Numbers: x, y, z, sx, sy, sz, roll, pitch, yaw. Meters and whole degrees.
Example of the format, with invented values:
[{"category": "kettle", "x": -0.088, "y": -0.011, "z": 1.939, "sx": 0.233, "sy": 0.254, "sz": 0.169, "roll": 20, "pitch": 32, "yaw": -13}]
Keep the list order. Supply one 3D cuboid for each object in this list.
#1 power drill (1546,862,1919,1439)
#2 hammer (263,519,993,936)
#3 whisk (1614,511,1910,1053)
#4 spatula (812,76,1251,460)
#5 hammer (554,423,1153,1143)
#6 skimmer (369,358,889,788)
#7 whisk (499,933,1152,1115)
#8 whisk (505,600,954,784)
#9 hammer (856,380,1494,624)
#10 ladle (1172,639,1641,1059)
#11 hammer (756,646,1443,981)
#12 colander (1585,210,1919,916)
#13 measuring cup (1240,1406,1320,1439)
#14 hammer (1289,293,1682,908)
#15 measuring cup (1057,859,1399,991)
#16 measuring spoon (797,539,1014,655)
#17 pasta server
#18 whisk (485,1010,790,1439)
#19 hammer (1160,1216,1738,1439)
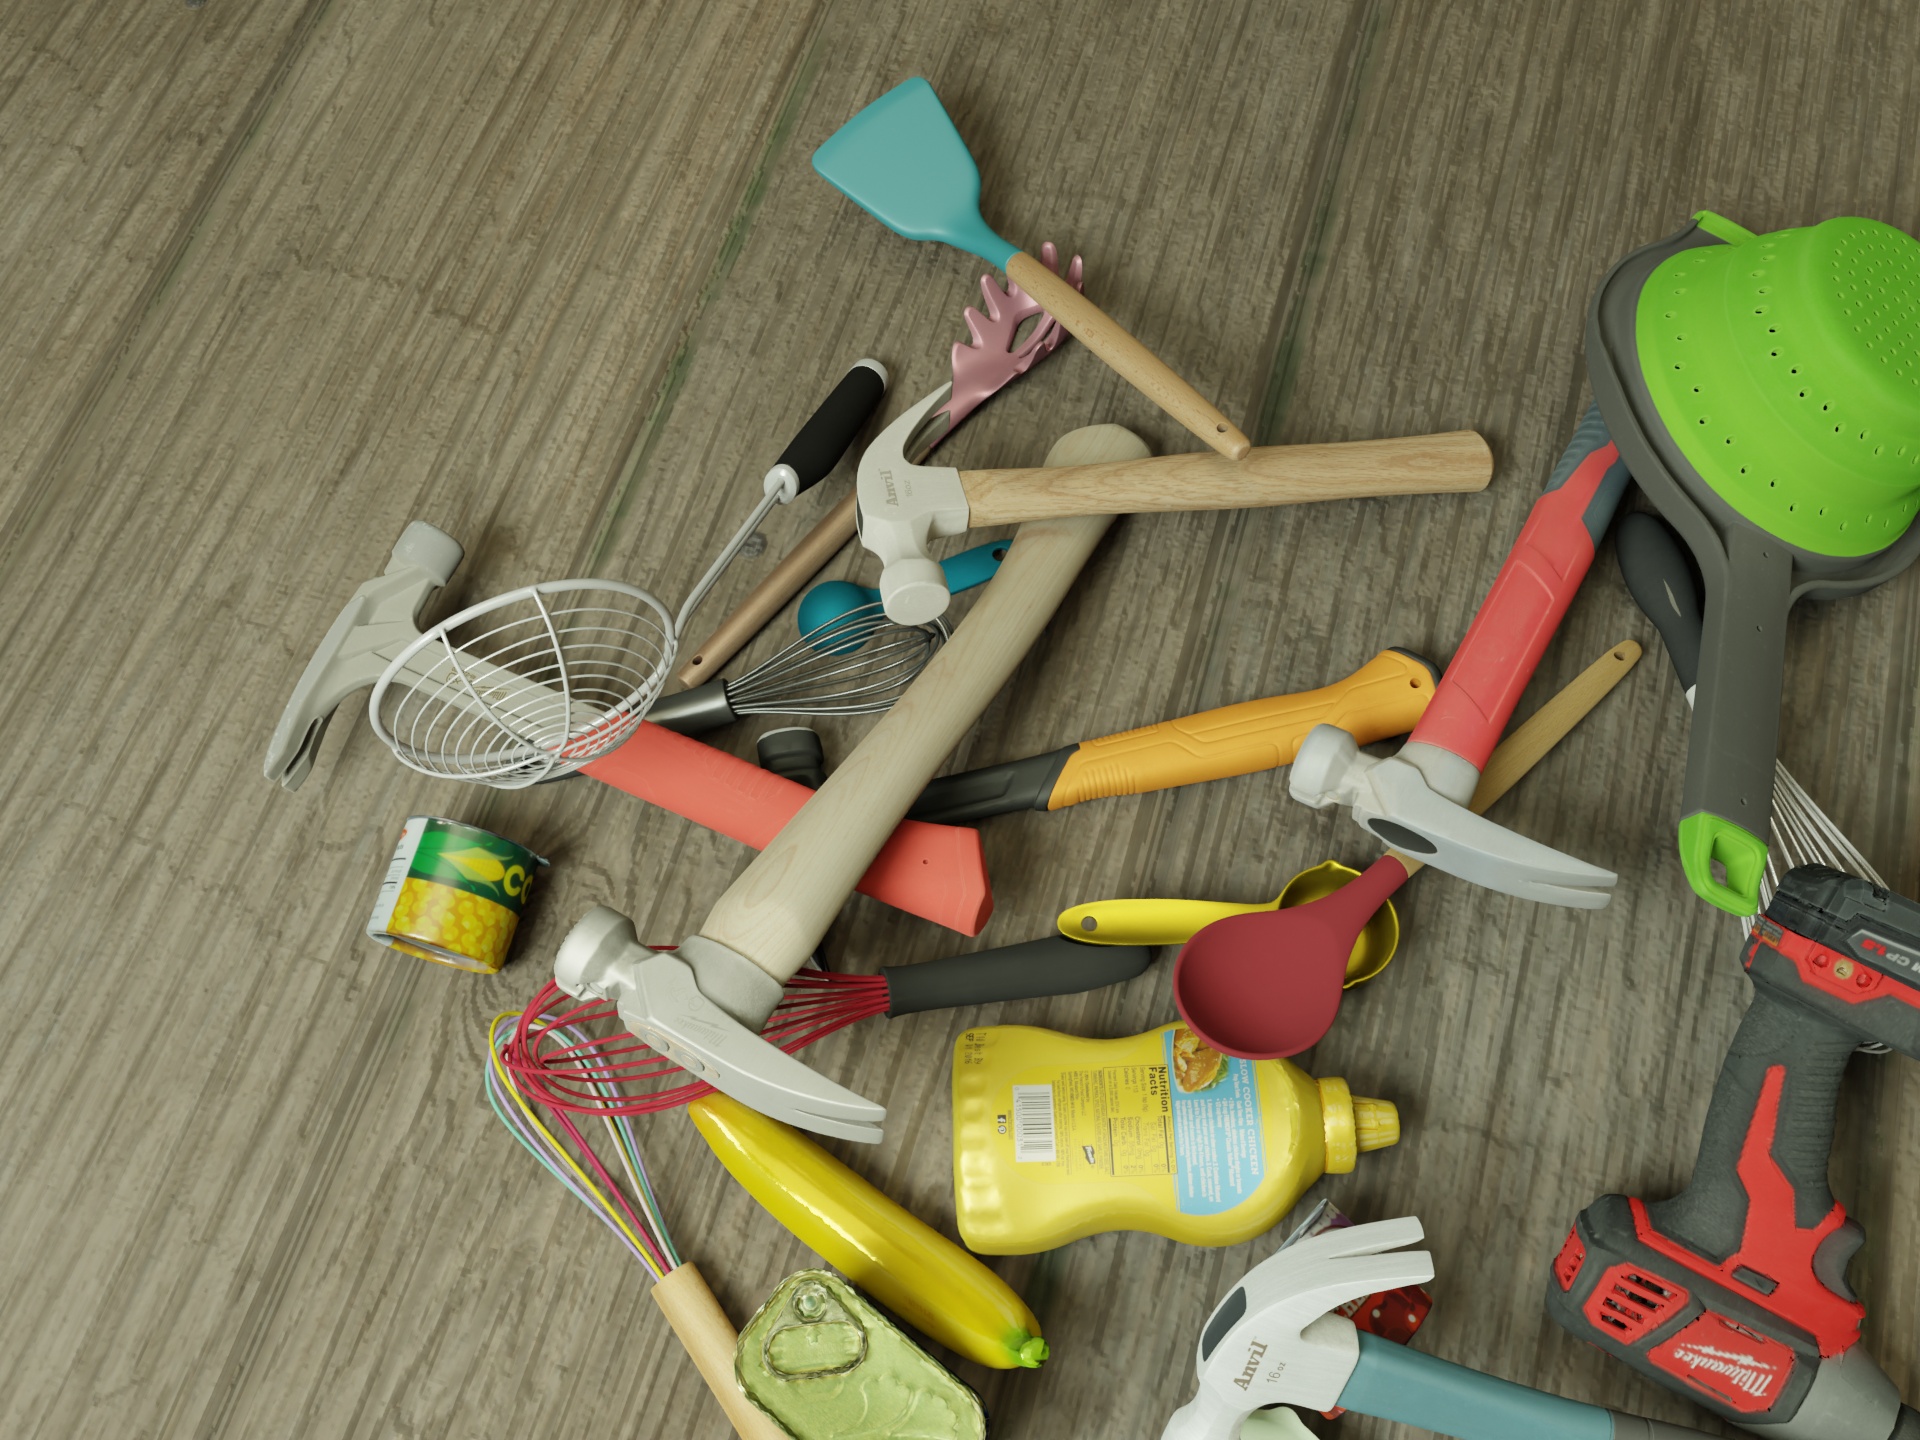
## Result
[{"category": "power drill", "x": 0.347, "y": 0.180, "z": 0.632, "sx": 0.143, "sy": 0.078, "sz": 0.219, "roll": 27, "pitch": 97, "yaw": 15}, {"category": "hammer", "x": -0.153, "y": 0.027, "z": 0.757, "sx": 0.359, "sy": 0.036, "sz": 0.149, "roll": 22, "pitch": 75, "yaw": 14}, {"category": "whisk", "x": 0.367, "y": 0.019, "z": 0.744, "sx": 0.070, "sy": 0.070, "sz": 0.285, "roll": -11, "pitch": 62, "yaw": 1}, {"category": "spatula", "x": 0.041, "y": -0.233, "z": 0.836, "sx": 0.082, "sy": 0.044, "sz": 0.318, "roll": -39, "pitch": 59, "yaw": -5}, {"category": "hammer", "x": -0.001, "y": -0.002, "z": 0.731, "sx": 0.146, "sy": 0.038, "sz": 0.411, "roll": 27, "pitch": 55, "yaw": 13}, {"category": "skimmer", "x": -0.134, "y": -0.097, "z": 0.756, "sx": 0.090, "sy": 0.127, "sz": 0.363, "roll": 33, "pitch": 45, "yaw": -5}, {"category": "whisk", "x": -0.053, "y": 0.124, "z": 0.709, "sx": 0.295, "sy": 0.073, "sz": 0.073, "roll": -6, "pitch": 66, "yaw": -15}, {"category": "whisk", "x": -0.117, "y": -0.008, "z": 0.805, "sx": 0.239, "sy": 0.055, "sz": 0.055, "roll": -17, "pitch": 67, "yaw": 3}, {"category": "hammer", "x": 0.110, "y": -0.120, "z": 0.794, "sx": 0.331, "sy": 0.031, "sz": 0.130, "roll": -7, "pitch": 55, "yaw": -13}, {"category": "ladle", "x": 0.216, "y": 0.051, "z": 0.733, "sx": 0.315, "sy": 0.031, "sz": 0.069, "roll": -37, "pitch": 65, "yaw": -21}, {"category": "hammer", "x": 0.073, "y": 0.030, "z": 0.775, "sx": 0.337, "sy": 0.034, "sz": 0.127, "roll": -13, "pitch": 66, "yaw": 0}, {"category": "colander", "x": 0.385, "y": -0.100, "z": 0.715, "sx": 0.204, "sy": 0.094, "sz": 0.397, "roll": 26, "pitch": 61, "yaw": -10}, {"category": "measuring cup", "x": 0.161, "y": 0.334, "z": 0.633, "sx": 0.167, "sy": 0.038, "sz": 0.083, "roll": 19, "pitch": 69, "yaw": 14}, {"category": "hammer", "x": 0.307, "y": -0.088, "z": 0.768, "sx": 0.143, "sy": 0.038, "sz": 0.386, "roll": 24, "pitch": 64, "yaw": 23}, {"category": "measuring cup", "x": 0.122, "y": 0.098, "z": 0.736, "sx": 0.156, "sy": 0.029, "sz": 0.062, "roll": 0, "pitch": 63, "yaw": 0}, {"category": "measuring spoon", "x": -0.026, "y": -0.072, "z": 0.833, "sx": 0.128, "sy": 0.021, "sz": 0.042, "roll": -21, "pitch": 67, "yaw": -2}, {"category": "pasta server", "x": -0.042, "y": -0.136, "z": 0.854, "sx": 0.060, "sy": 0.040, "sz": 0.316, "roll": 35, "pitch": 75, "yaw": 30}, {"category": "whisk", "x": -0.143, "y": 0.230, "z": 0.707, "sx": 0.051, "sy": 0.047, "sz": 0.245, "roll": -35, "pitch": 72, "yaw": -11}, {"category": "hammer", "x": 0.252, "y": 0.278, "z": 0.601, "sx": 0.331, "sy": 0.033, "sz": 0.128, "roll": 17, "pitch": 111, "yaw": -2}]
